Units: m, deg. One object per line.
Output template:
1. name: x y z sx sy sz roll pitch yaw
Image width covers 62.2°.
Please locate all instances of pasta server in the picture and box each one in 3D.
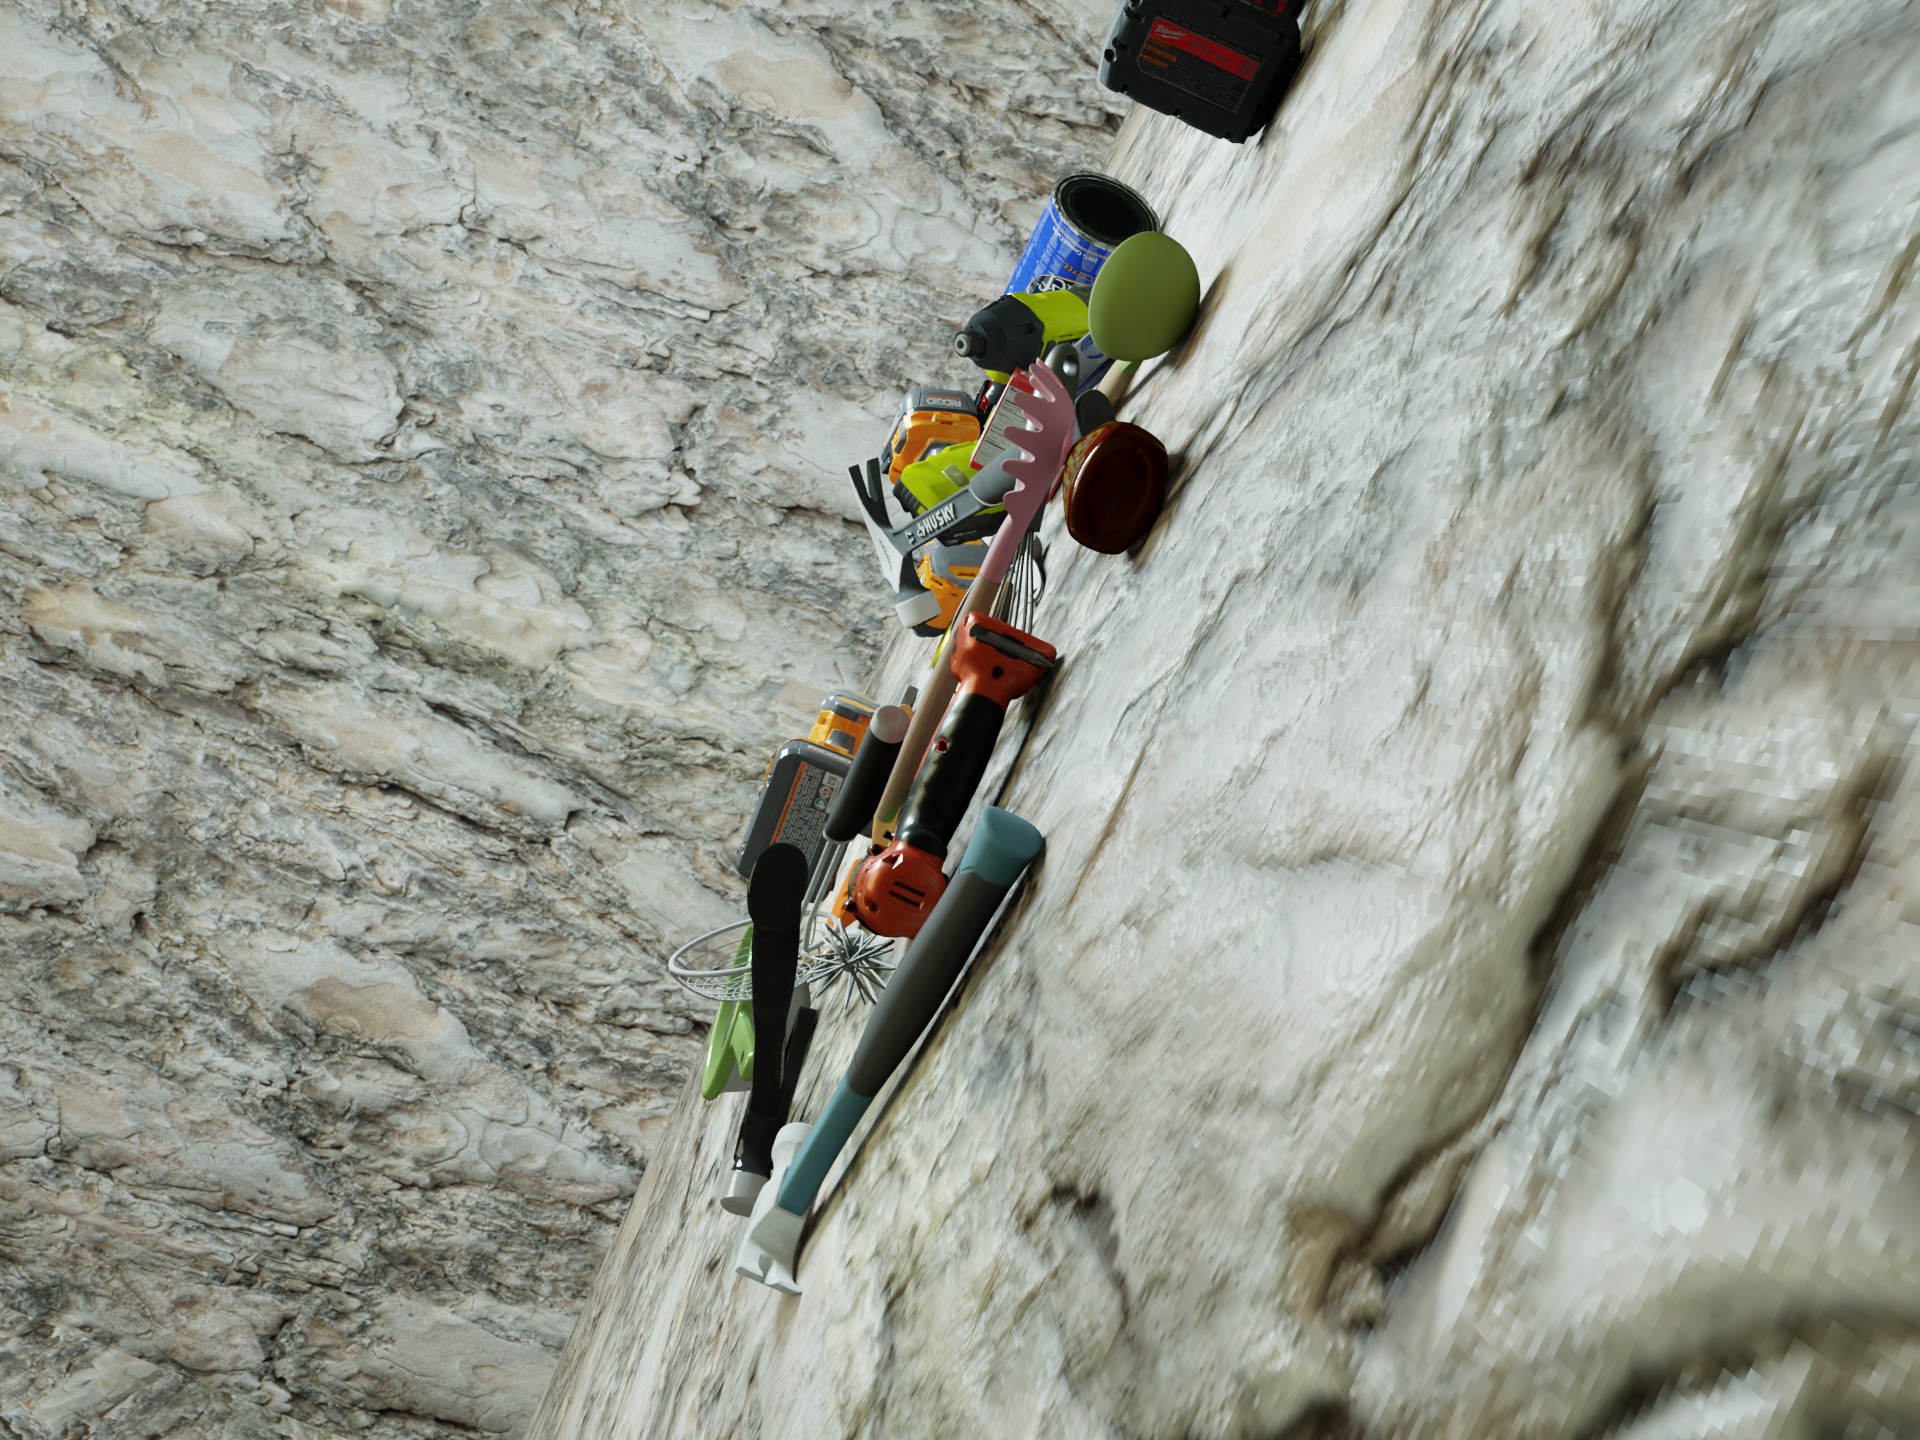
1. pasta server: 0.001 -0.068 0.977 0.060 0.040 0.316 -61 -4 -64

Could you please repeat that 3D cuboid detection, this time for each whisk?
1. whisk: 0.037 -0.127 1.023 0.055 0.055 0.239 -154 79 -84
2. whisk: -0.071 0.152 1.033 0.058 0.059 0.246 -34 -2 -6
3. whisk: -0.133 0.209 1.374 0.051 0.047 0.245 -66 9 -14

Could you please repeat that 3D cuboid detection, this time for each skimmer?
1. skimmer: -0.110 0.086 1.067 0.127 0.090 0.363 -18 -29 -33

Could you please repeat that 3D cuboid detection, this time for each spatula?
1. spatula: -0.065 0.075 1.165 0.322 0.041 0.081 103 -172 -58

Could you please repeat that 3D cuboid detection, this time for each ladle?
1. ladle: 0.098 -0.240 1.068 0.078 0.062 0.320 -48 1 -7

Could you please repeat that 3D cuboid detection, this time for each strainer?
1. strainer: -0.150 0.247 1.256 0.256 0.069 0.151 -164 92 -78

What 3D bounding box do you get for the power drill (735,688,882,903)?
1. power drill: -0.125 0.081 1.324 0.226 0.084 0.185 -77 9 -78

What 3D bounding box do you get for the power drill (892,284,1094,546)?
1. power drill: 0.030 -0.261 1.352 0.171 0.080 0.223 -22 -30 -41

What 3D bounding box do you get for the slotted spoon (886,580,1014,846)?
1. slotted spoon: -0.002 -0.004 1.142 0.070 0.031 0.314 -59 7 44

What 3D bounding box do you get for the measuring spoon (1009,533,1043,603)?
1. measuring spoon: 0.052 -0.103 1.140 0.034 0.018 0.124 -46 18 15

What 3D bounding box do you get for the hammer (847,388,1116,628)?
1. hammer: 0.011 -0.176 1.216 0.036 0.149 0.409 -25 3 -24

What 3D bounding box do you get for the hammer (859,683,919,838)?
1. hammer: -0.044 0.028 1.336 0.359 0.036 0.149 154 140 -81

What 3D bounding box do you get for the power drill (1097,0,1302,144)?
1. power drill: 0.144 -0.495 1.069 0.227 0.188 0.080 -77 12 -45

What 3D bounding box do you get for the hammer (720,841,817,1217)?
1. hammer: -0.115 0.176 0.980 0.334 0.035 0.146 101 -179 -52

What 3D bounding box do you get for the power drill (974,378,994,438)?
1. power drill: 0.091 -0.384 1.626 0.219 0.078 0.143 -59 9 29

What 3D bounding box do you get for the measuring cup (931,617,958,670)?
1. measuring cup: -0.015 -0.055 1.435 0.062 0.029 0.156 -67 8 -14

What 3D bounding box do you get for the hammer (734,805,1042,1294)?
1. hammer: -0.041 0.164 0.780 0.128 0.033 0.330 -73 9 -56

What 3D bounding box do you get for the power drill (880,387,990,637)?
1. power drill: -0.027 -0.199 1.600 0.164 0.084 0.227 125 142 -60
